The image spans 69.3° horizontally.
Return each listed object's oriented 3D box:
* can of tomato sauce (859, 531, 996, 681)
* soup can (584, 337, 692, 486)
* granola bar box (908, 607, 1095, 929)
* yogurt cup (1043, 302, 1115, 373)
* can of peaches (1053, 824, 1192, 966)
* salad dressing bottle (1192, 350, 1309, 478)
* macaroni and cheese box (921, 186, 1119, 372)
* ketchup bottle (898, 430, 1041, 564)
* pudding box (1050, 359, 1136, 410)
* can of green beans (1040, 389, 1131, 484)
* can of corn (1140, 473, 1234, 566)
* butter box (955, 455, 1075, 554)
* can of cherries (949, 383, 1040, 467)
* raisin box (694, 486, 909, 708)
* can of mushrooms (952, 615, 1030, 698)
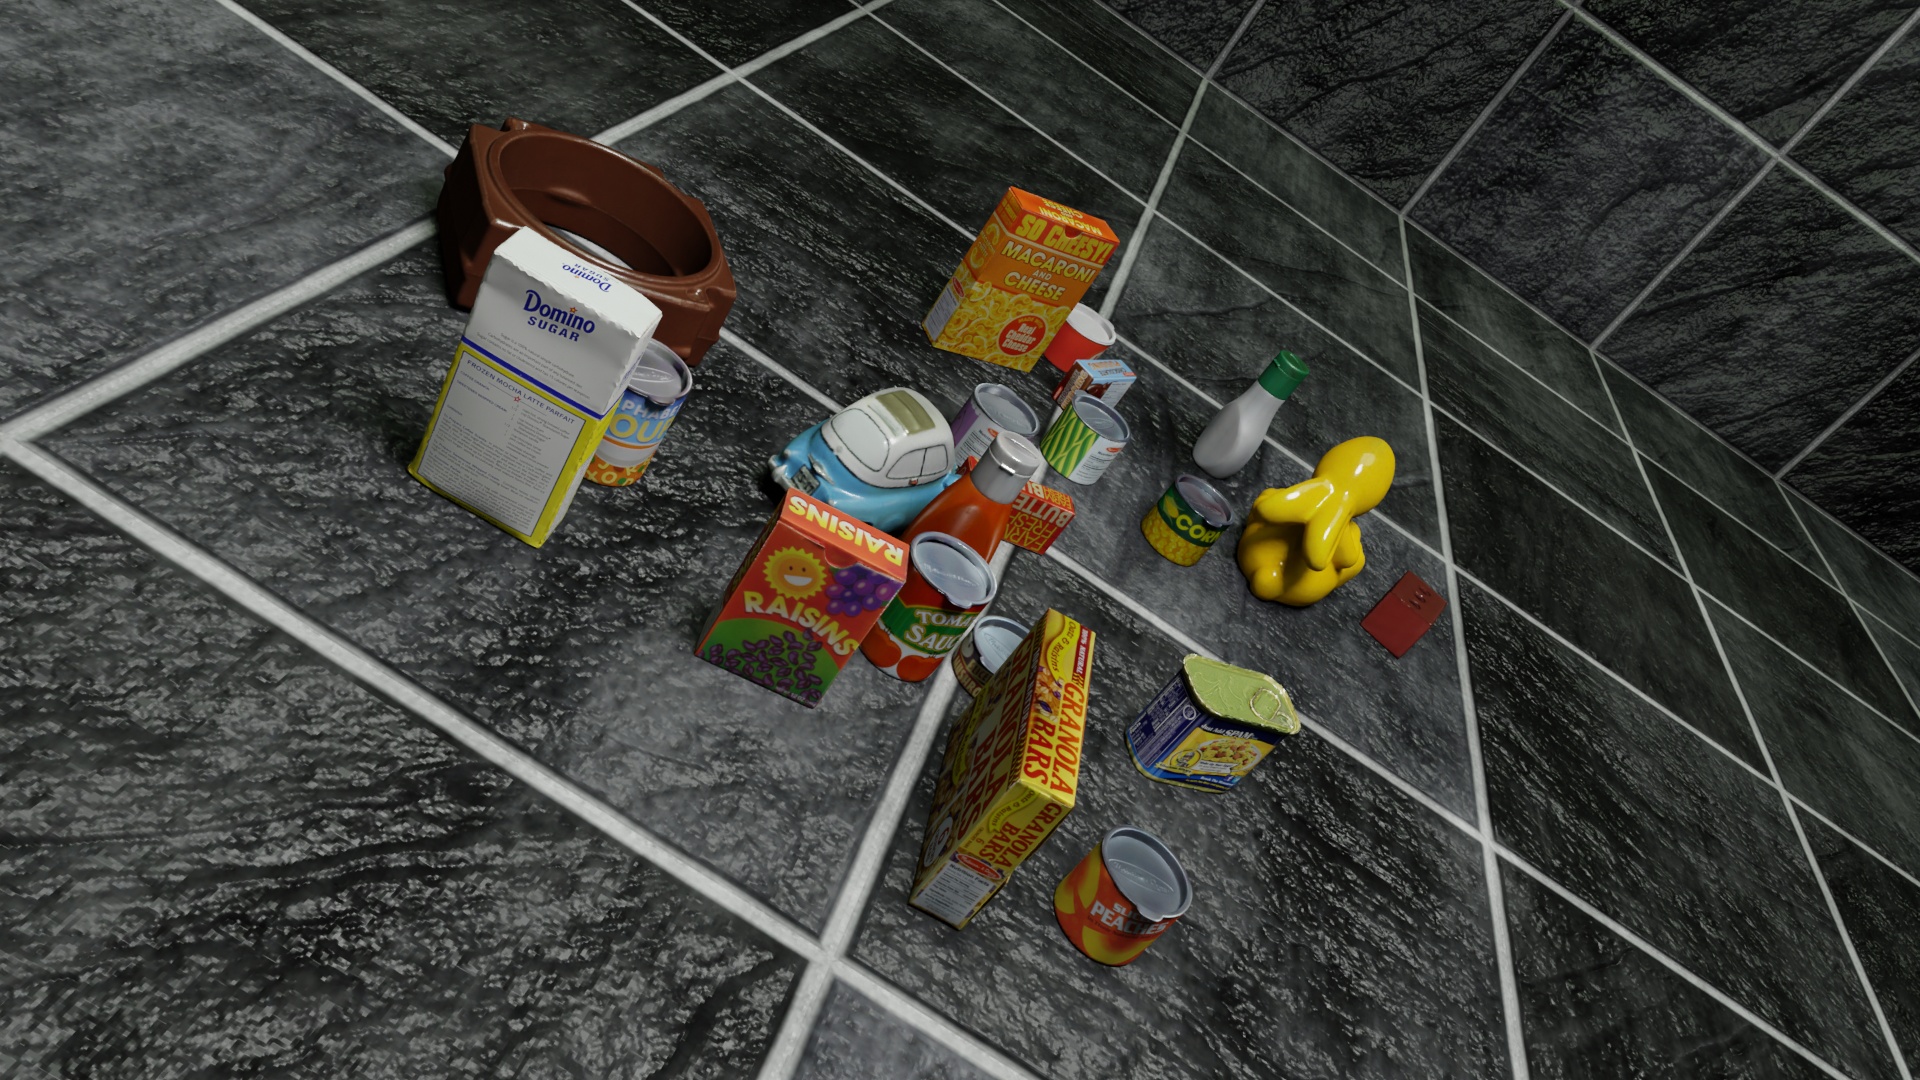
[{"bbox_3d":[-0.024,0.047,0.948,0.071,0.082,0.071,25,33,-18],"label":"can of tomato sauce"},{"bbox_3d":[-0.226,-0.085,0.927,0.071,0.083,0.072,25,33,-18],"label":"soup can"},{"bbox_3d":[0.029,0.135,0.843,0.039,0.123,0.166,31,32,-9],"label":"granola bar box"},{"bbox_3d":[0.121,-0.210,1.460,0.072,0.053,0.073,25,33,-18],"label":"yogurt cup"},{"bbox_3d":[0.100,0.222,0.860,0.071,0.057,0.071,25,33,-18],"label":"can of peaches"},{"bbox_3d":[0.301,-0.130,1.438,0.044,0.147,0.064,17,36,-29],"label":"salad dressing bottle"},{"bbox_3d":[0.058,-0.247,1.339,0.124,0.165,0.040,10,40,-37],"label":"macaroni and cheese box"},{"bbox_3d":[0.004,-0.012,0.991,0.065,0.148,0.044,33,31,-6],"label":"ketchup bottle"},{"bbox_3d":[0.136,-0.156,1.407,0.084,0.049,0.030,-10,54,-50],"label":"pudding box"},{"bbox_3d":[0.116,-0.094,1.297,0.071,0.057,0.071,25,33,-18],"label":"can of green beans"},{"bbox_3d":[0.210,-0.017,1.285,0.071,0.058,0.071,25,33,-18],"label":"can of corn"},{"bbox_3d":[0.038,-0.028,1.137,0.103,0.053,0.024,21,34,-24],"label":"butter box"},{"bbox_3d":[0.027,-0.095,1.210,0.071,0.058,0.072,25,33,-18],"label":"can of cherries"},{"bbox_3d":[-0.098,0.037,0.852,0.086,0.122,0.040,28,32,-14],"label":"raisin box"},{"bbox_3d":[0.028,0.089,0.991,0.071,0.033,0.071,25,33,-18],"label":"can of mushrooms"}]
